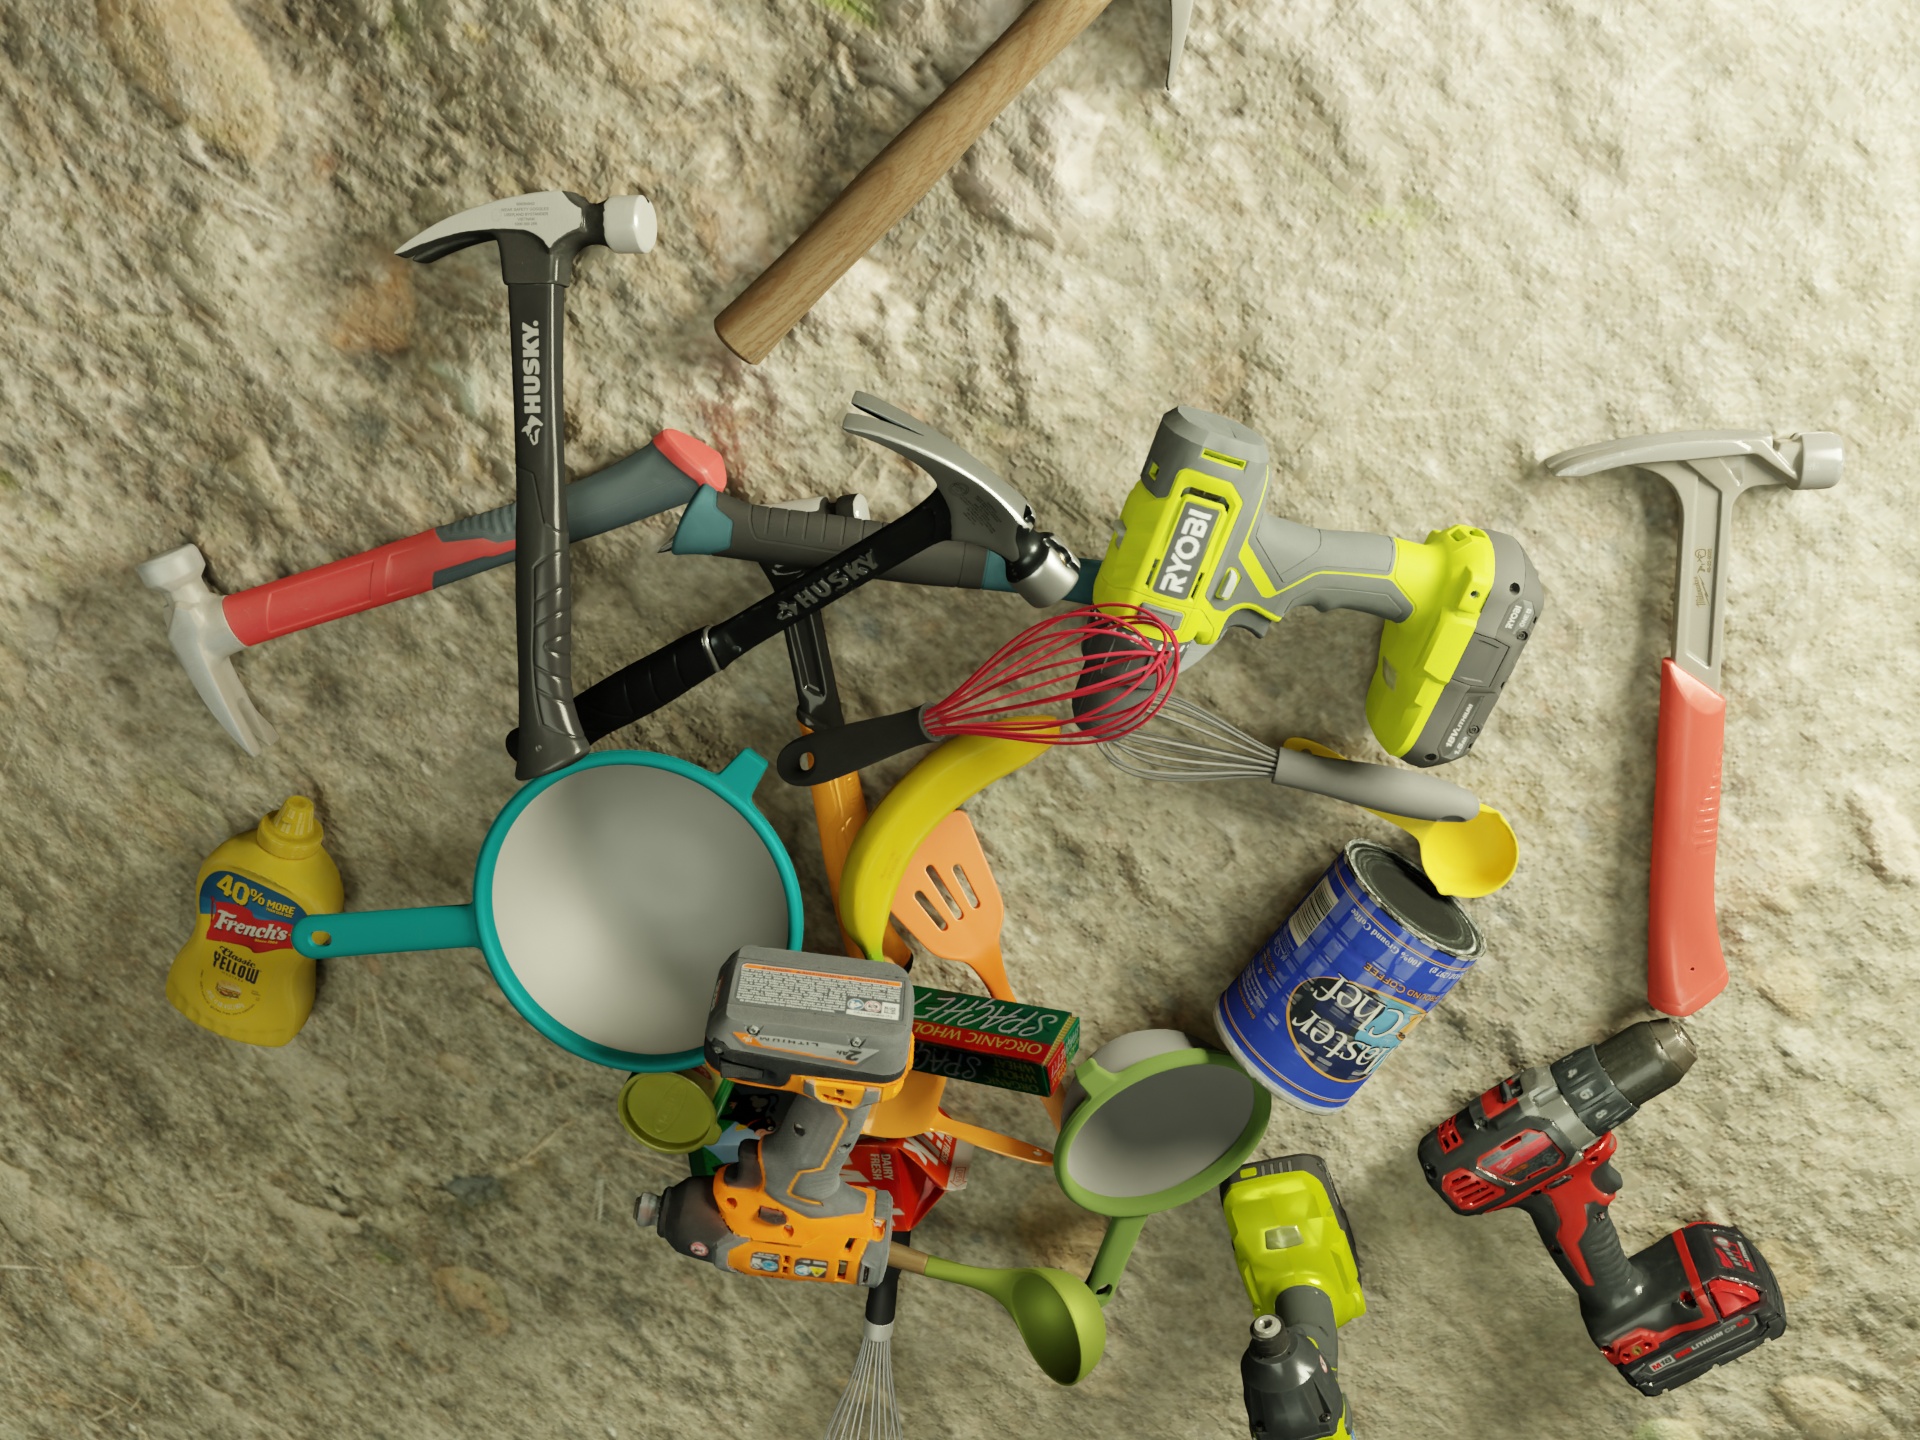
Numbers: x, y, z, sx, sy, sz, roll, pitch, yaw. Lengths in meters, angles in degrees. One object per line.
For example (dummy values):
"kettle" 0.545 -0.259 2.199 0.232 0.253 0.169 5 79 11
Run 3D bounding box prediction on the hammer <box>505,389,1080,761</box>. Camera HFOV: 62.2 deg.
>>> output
"hammer" -0.134 -0.051 0.919 0.409 0.036 0.149 -25 125 35

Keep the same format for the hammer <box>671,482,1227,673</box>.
"hammer" 0.000 -0.093 0.921 0.331 0.033 0.128 8 115 -5

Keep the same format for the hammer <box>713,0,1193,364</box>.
"hammer" -0.010 -0.312 0.856 0.331 0.031 0.130 -40 102 22

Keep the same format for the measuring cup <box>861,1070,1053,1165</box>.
"measuring cup" -0.013 0.244 1.054 0.173 0.095 0.052 17 106 11

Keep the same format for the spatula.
"spatula" 0.038 0.209 1.066 0.081 0.041 0.322 -34 116 -16

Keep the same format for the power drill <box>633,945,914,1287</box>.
"power drill" -0.114 0.251 0.974 0.164 0.084 0.226 7 119 -3

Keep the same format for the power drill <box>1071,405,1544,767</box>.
"power drill" 0.184 -0.054 0.889 0.228 0.080 0.190 15 114 -10

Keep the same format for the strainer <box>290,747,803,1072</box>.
"strainer" -0.259 0.118 1.037 0.340 0.095 0.211 -5 102 10

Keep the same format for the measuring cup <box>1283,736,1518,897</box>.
"measuring cup" 0.268 0.052 0.978 0.156 0.029 0.062 32 107 7

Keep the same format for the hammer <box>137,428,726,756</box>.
"hammer" -0.320 -0.088 0.994 0.386 0.038 0.143 -15 111 14

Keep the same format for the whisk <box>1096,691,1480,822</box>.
"whisk" 0.191 0.025 0.952 0.239 0.055 0.055 13 114 6

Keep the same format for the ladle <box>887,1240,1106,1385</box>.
"ladle" -0.052 0.381 1.111 0.320 0.062 0.078 14 118 14

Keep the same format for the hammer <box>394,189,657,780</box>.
"hammer" -0.248 -0.131 0.920 0.146 0.035 0.334 2 97 10

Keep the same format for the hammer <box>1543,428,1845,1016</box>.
"hammer" 0.416 0.011 0.928 0.149 0.037 0.358 -3 112 10

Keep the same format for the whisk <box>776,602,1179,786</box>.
"whisk" -0.001 -0.003 0.894 0.296 0.073 0.073 -17 111 39

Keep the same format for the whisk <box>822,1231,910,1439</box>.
"whisk" -0.065 0.478 1.189 0.070 0.070 0.284 9 109 5

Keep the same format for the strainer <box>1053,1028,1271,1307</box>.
"strainer" 0.113 0.295 1.078 0.151 0.069 0.256 0 126 -20

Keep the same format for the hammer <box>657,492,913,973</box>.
"hammer" -0.091 0.026 1.010 0.127 0.034 0.336 -7 112 10

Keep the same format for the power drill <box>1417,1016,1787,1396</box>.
"power drill" 0.436 0.309 1.033 0.188 0.080 0.226 -39 100 21

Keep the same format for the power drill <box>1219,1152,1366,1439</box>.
"power drill" 0.215 0.388 1.015 0.080 0.223 0.171 -16 110 14
